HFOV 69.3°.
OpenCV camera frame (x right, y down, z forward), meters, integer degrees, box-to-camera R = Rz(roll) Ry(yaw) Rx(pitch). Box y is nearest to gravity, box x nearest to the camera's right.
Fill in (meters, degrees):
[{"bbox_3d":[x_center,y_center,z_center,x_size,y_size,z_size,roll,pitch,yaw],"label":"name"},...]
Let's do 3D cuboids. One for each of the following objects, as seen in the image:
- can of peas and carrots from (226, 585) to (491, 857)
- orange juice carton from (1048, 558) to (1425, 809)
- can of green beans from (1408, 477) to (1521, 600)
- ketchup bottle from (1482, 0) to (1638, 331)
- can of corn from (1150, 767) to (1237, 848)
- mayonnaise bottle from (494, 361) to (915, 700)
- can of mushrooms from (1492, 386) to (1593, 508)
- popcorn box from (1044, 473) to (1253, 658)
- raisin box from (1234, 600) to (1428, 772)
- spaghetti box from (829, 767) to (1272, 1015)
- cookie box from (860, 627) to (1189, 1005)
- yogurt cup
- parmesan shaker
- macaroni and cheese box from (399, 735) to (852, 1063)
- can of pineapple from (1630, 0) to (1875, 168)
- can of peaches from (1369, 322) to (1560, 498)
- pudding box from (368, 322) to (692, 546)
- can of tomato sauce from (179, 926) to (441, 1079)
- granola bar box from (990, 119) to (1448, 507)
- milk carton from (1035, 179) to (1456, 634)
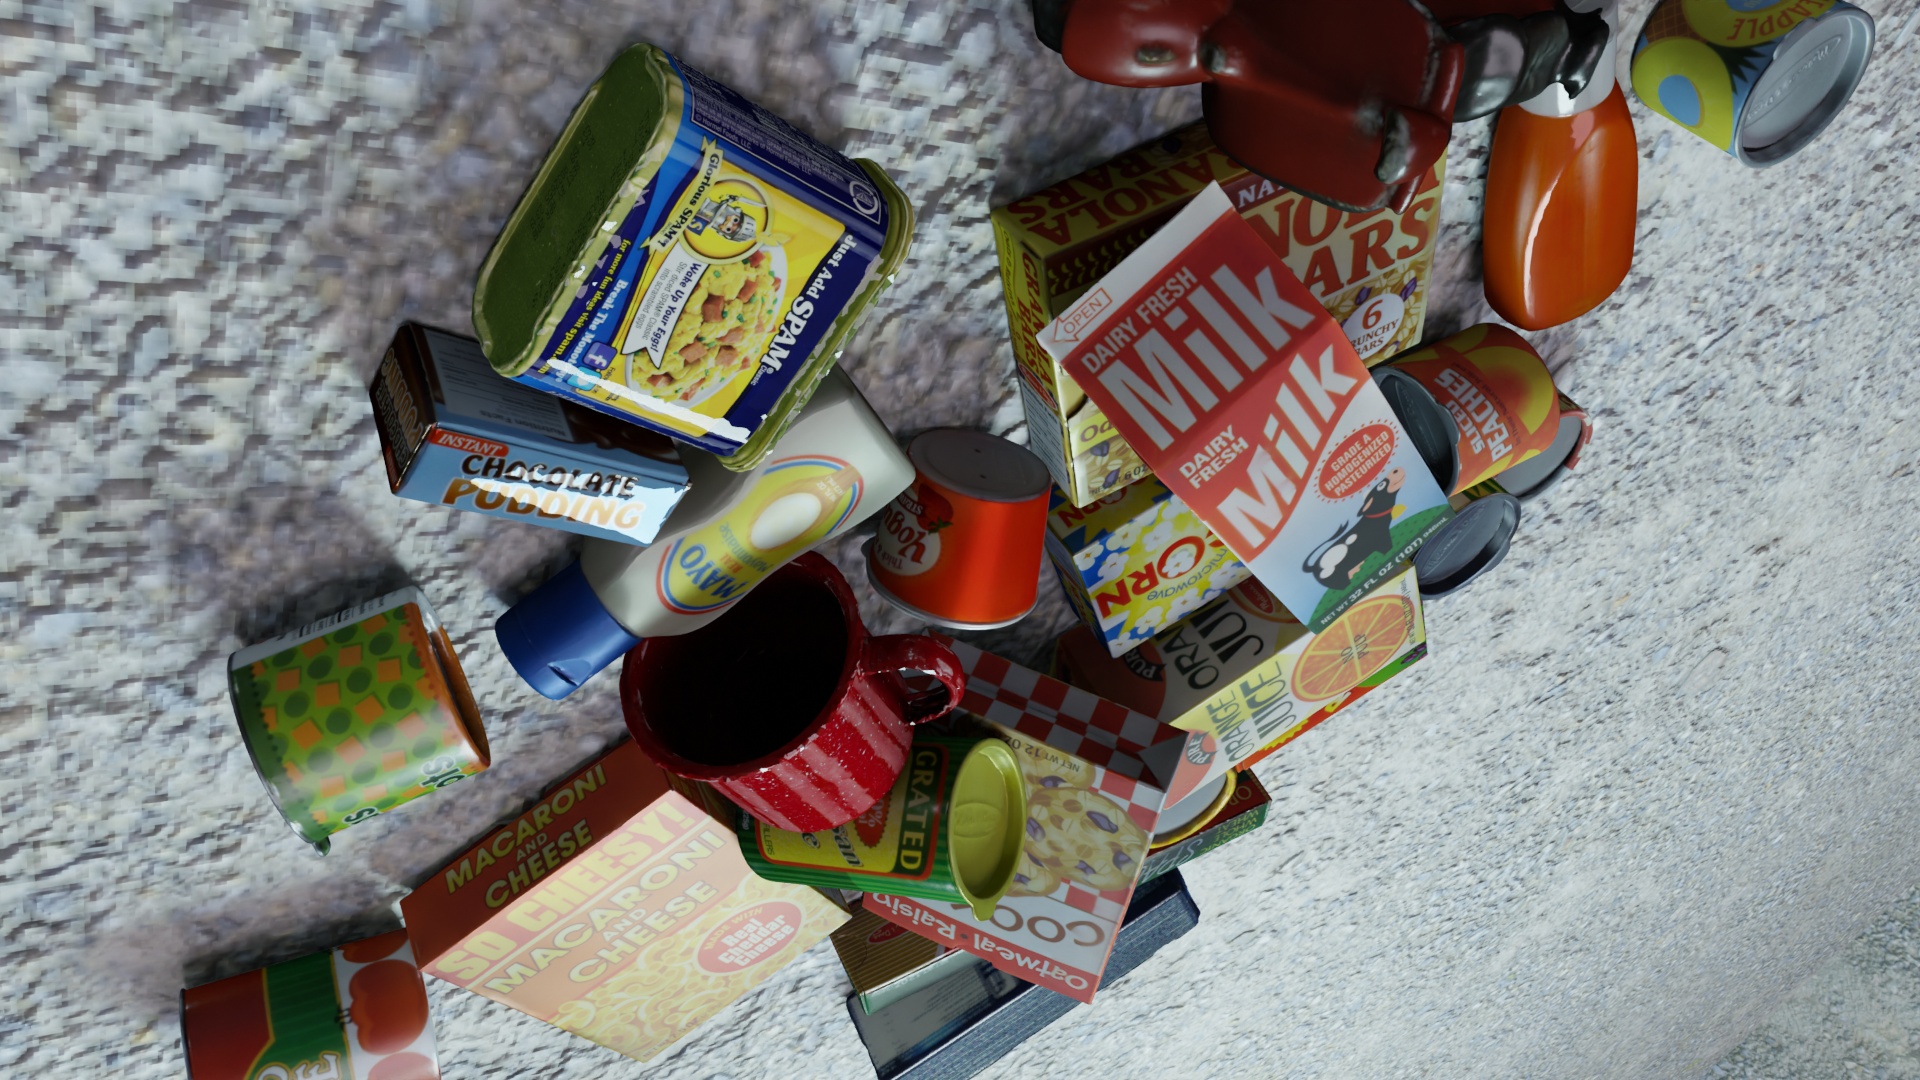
[{"bbox_3d":[-0.190,0.057,0.446,0.059,0.071,0.070,-23,139,-14],"label":"can of peas and carrots"},{"bbox_3d":[0.117,0.058,0.658,0.193,0.073,0.071,-33,141,-1],"label":"orange juice carton"},{"bbox_3d":[0.225,-0.014,0.673,0.071,0.058,0.071,-19,138,-18],"label":"can of green beans"},{"bbox_3d":[0.241,-0.153,0.556,0.065,0.044,0.148,-33,141,-3],"label":"ketchup bottle"},{"bbox_3d":[0.100,0.117,0.718,0.071,0.058,0.070,-19,138,-18],"label":"can of corn"},{"bbox_3d":[-0.090,-0.002,0.479,0.148,0.041,0.064,-36,141,1],"label":"mayonnaise bottle"},{"bbox_3d":[0.279,-0.050,0.695,0.071,0.033,0.070,-19,139,-17],"label":"can of mushrooms"},{"bbox_3d":[0.101,-0.013,0.603,0.127,0.038,0.085,-31,141,-4],"label":"popcorn box"},{"bbox_3d":[0.184,0.061,0.734,0.123,0.040,0.085,-31,141,-3],"label":"raisin box"},{"bbox_3d":[0.051,0.177,0.751,0.251,0.050,0.028,-21,141,-17],"label":"spaghetti box"},{"bbox_3d":[0.023,0.131,0.632,0.040,0.123,0.166,-57,163,-46],"label":"cookie box"},{"bbox_3d":[0.002,-0.007,0.523,0.072,0.072,0.053,-5,125,-31],"label":"yogurt cup"},{"bbox_3d":[-0.033,0.115,0.572,0.103,0.071,0.071,-2,151,28],"label":"parmesan shaker"},{"bbox_3d":[-0.139,0.161,0.609,0.124,0.040,0.166,-35,141,-1],"label":"macaroni and cheese box"},{"bbox_3d":[0.315,-0.193,0.556,0.071,0.058,0.070,-19,138,-18],"label":"can of pineapple"},{"bbox_3d":[0.223,-0.057,0.619,0.058,0.071,0.071,-24,139,-14],"label":"can of peaches"},{"bbox_3d":[-0.128,-0.030,0.418,0.084,0.050,0.030,13,123,-42],"label":"pudding box"},{"bbox_3d":[-0.252,0.197,0.543,0.083,0.071,0.070,-11,135,-26],"label":"can of tomato sauce"},{"bbox_3d":[0.100,-0.096,0.519,0.166,0.039,0.123,-26,140,-11],"label":"granola bar box"},{"bbox_3d":[0.097,-0.045,0.476,0.072,0.074,0.190,-42,141,9],"label":"milk carton"}]
